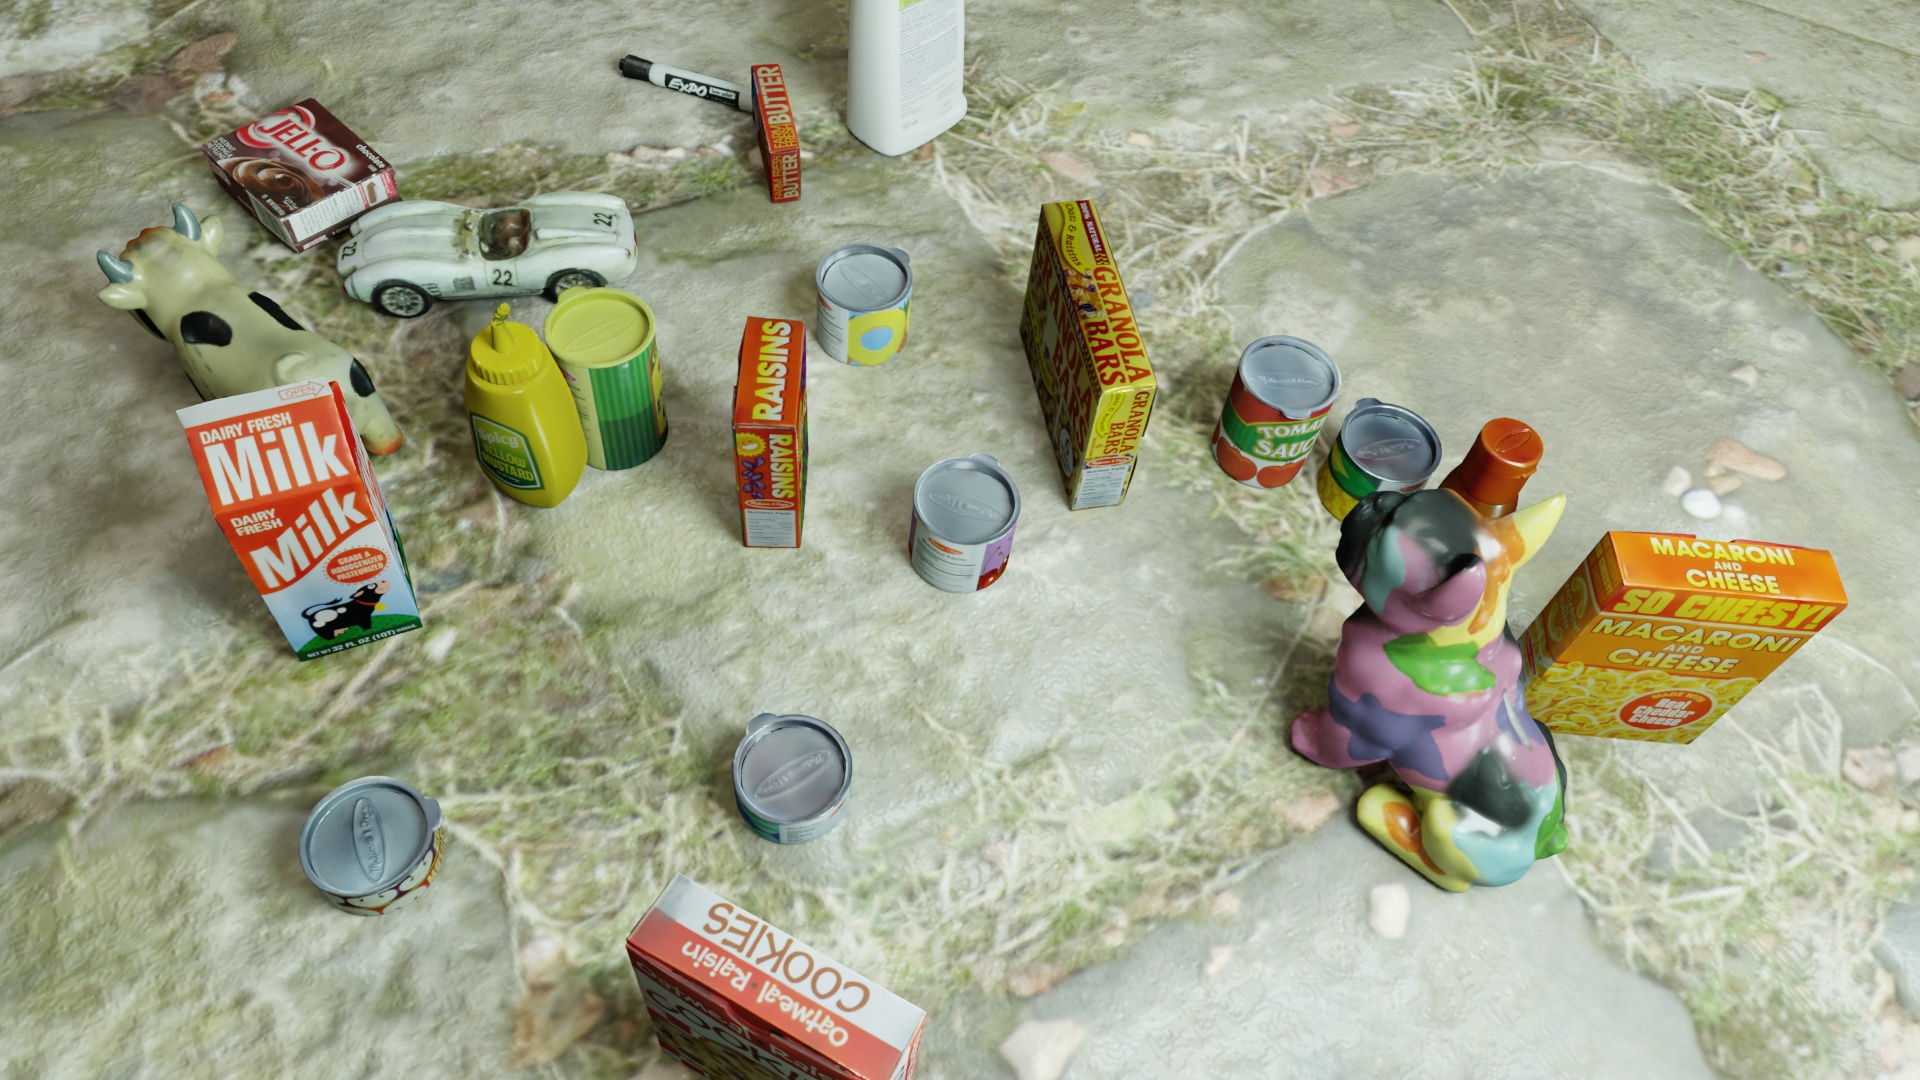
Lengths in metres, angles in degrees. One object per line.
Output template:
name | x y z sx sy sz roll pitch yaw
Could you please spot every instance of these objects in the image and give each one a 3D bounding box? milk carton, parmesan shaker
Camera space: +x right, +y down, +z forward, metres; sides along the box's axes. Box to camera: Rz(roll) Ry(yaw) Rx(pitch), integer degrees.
milk carton | -0.356 -0.019 0.757 0.072 0.189 0.074 -17 59 -17
parmesan shaker | -0.224 -0.103 0.882 0.071 0.102 0.071 3 55 -4

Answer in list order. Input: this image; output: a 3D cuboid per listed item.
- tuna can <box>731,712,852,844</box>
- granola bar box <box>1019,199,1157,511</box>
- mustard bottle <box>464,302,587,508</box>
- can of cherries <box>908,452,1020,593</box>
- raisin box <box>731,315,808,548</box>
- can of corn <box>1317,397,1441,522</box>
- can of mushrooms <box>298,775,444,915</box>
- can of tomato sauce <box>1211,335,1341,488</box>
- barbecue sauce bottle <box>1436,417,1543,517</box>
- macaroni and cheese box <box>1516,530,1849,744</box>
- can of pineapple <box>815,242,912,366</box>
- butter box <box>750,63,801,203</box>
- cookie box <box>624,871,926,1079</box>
tuna can | -0.095 0.132 0.775 0.071 0.032 0.071 3 55 -4
granola bar box | 0.081 -0.122 0.914 0.039 0.123 0.166 -6 56 -10
mustard bottle | -0.265 -0.084 0.830 0.065 0.159 0.049 21 56 9
can of cherries | 0.003 -0.011 0.869 0.071 0.058 0.072 3 55 -4
raisin box | -0.115 -0.064 0.854 0.040 0.122 0.086 3 55 -4
can of corn | 0.276 -0.050 0.924 0.071 0.058 0.071 3 55 -4
can of mushrooms | -0.307 0.161 0.732 0.071 0.033 0.071 3 55 -4
can of tomato sauce | 0.209 -0.083 0.925 0.071 0.082 0.071 3 55 -4
barbecue sauce bottle | 0.308 -0.015 0.848 0.065 0.147 0.044 -25 62 -21
macaroni and cheese box | 0.395 0.059 0.795 0.124 0.165 0.040 5 55 -2
can of pineapple | -0.066 -0.164 0.969 0.071 0.057 0.071 3 55 -4
butter box | -0.142 -0.313 1.068 0.024 0.052 0.104 -8 57 -11
cookie box | -0.082 0.224 0.630 0.123 0.166 0.040 25 57 12
